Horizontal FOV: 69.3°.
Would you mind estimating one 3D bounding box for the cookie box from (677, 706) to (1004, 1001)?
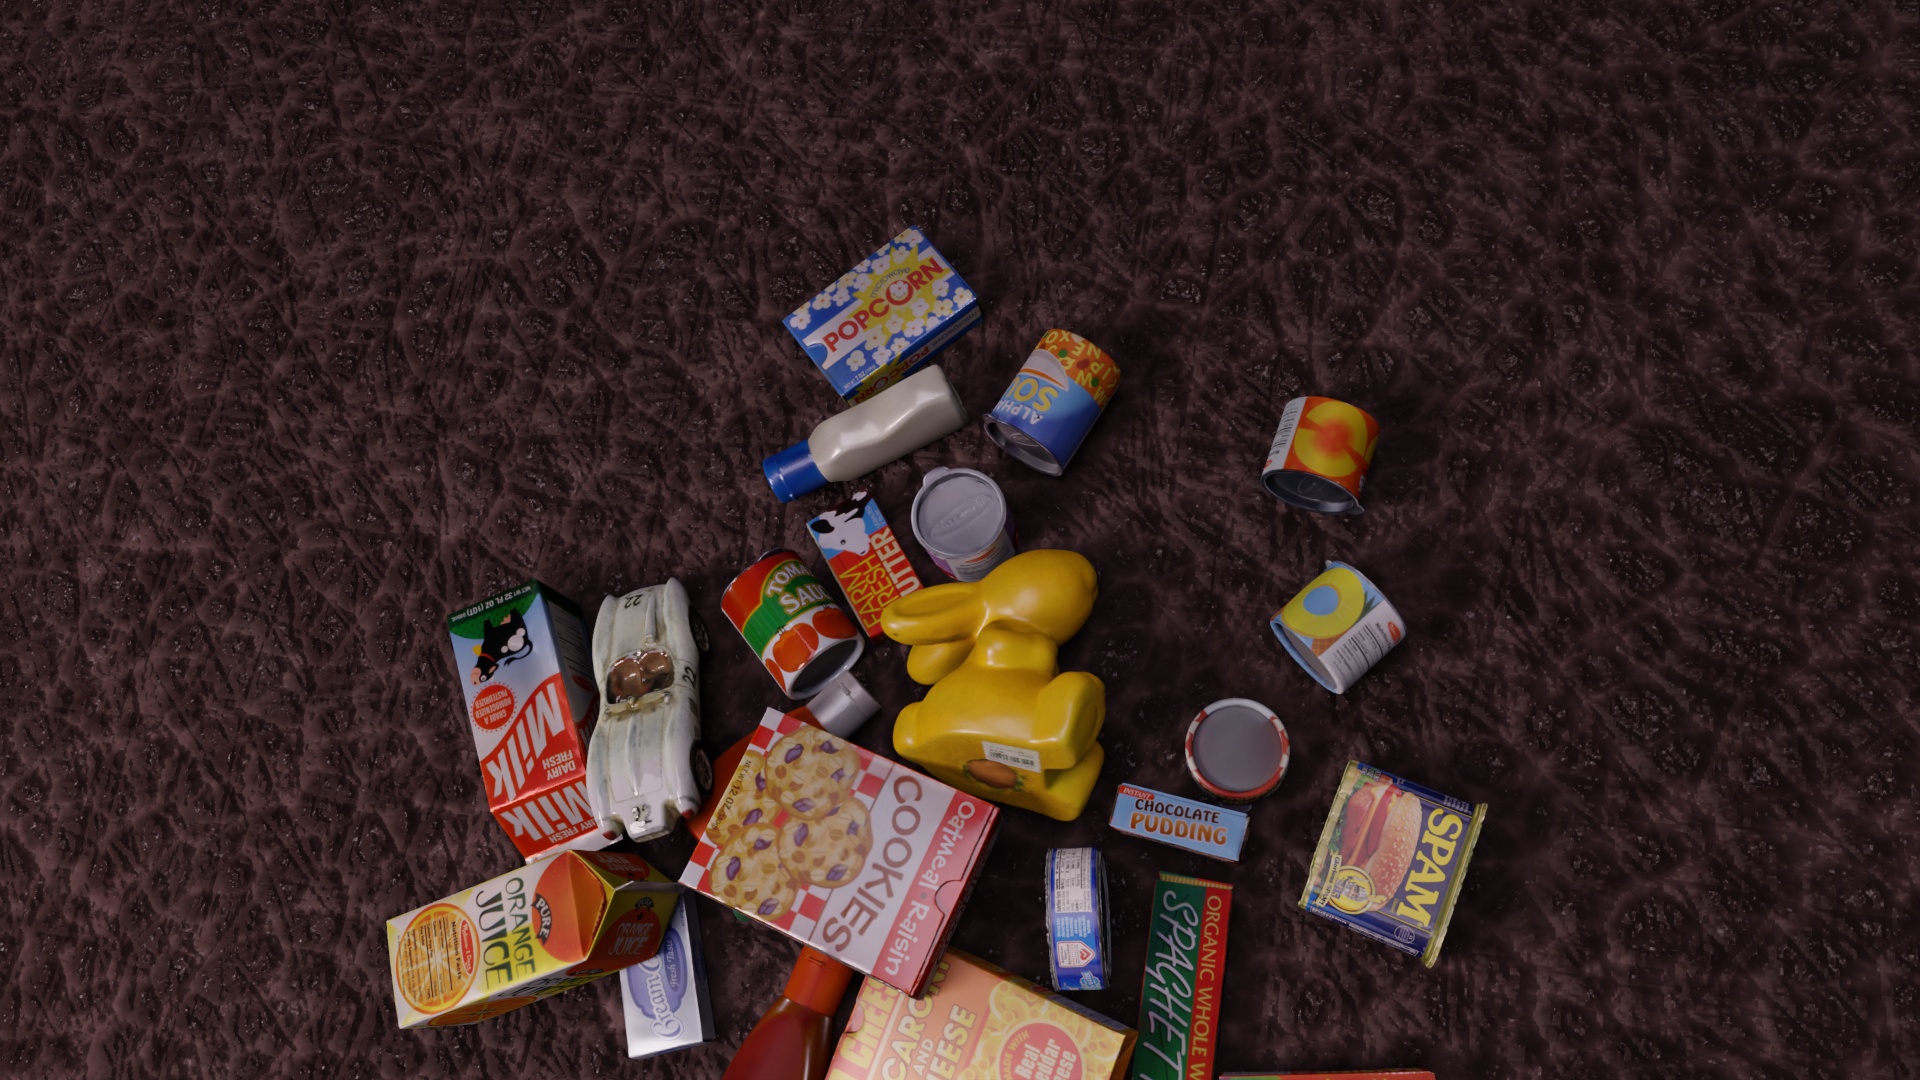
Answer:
[{"bbox_3d":[-0.073,0.193,0.868,0.167,0.040,0.123,21,73,18],"label":"cookie box"}]

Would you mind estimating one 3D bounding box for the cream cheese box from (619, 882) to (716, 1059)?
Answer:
[{"bbox_3d":[-0.198,0.285,0.921,0.053,0.024,0.104,-16,68,7],"label":"cream cheese box"}]

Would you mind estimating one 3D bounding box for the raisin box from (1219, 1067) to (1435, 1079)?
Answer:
[{"bbox_3d":[0.216,0.353,0.806,0.123,0.040,0.086,-6,69,11],"label":"raisin box"}]

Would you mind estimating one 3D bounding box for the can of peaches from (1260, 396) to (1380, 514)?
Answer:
[{"bbox_3d":[0.244,-0.056,0.933,0.071,0.071,0.058,16,74,16],"label":"can of peaches"}]

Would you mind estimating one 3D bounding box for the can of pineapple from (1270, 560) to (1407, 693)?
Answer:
[{"bbox_3d":[0.241,0.055,0.894,0.058,0.071,0.071,-41,68,-4],"label":"can of pineapple"}]

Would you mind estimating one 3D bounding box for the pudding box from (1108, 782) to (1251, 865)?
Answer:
[{"bbox_3d":[0.139,0.179,0.878,0.084,0.049,0.030,13,75,15],"label":"pudding box"}]

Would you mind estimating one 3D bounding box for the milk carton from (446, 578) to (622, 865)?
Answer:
[{"bbox_3d":[-0.290,0.132,0.968,0.072,0.073,0.191,-23,68,3],"label":"milk carton"}]

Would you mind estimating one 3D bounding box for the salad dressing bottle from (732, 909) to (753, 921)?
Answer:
[{"bbox_3d":[-0.077,0.217,0.911,0.147,0.044,0.064,-13,79,7],"label":"salad dressing bottle"}]

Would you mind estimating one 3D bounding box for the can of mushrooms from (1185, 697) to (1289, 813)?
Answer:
[{"bbox_3d":[0.178,0.138,0.894,0.071,0.033,0.071,-3,70,9],"label":"can of mushrooms"}]

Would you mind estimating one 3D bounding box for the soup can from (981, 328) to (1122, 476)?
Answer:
[{"bbox_3d":[0.064,-0.099,0.982,0.071,0.071,0.084,29,78,19],"label":"soup can"}]

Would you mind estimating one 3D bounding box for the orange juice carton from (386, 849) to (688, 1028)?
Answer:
[{"bbox_3d":[-0.270,0.253,0.902,0.192,0.071,0.073,-24,67,16],"label":"orange juice carton"}]

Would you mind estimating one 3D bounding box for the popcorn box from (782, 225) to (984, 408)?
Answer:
[{"bbox_3d":[-0.057,-0.167,1.048,0.127,0.038,0.085,-37,69,-3],"label":"popcorn box"}]

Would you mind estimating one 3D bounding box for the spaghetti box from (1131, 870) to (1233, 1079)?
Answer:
[{"bbox_3d":[0.128,0.330,0.837,0.050,0.028,0.251,6,72,13],"label":"spaghetti box"}]

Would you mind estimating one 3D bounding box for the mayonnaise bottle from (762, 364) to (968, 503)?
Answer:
[{"bbox_3d":[-0.070,-0.074,1.006,0.148,0.064,0.041,-25,69,6],"label":"mayonnaise bottle"}]

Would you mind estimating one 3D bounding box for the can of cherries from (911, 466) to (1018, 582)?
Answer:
[{"bbox_3d":[0.003,-0.012,0.969,0.071,0.058,0.071,-4,71,11],"label":"can of cherries"}]

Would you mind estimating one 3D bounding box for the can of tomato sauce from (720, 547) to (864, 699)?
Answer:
[{"bbox_3d":[-0.115,0.057,0.962,0.071,0.071,0.083,-39,69,-4],"label":"can of tomato sauce"}]

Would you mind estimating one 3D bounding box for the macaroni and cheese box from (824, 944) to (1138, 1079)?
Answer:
[{"bbox_3d":[0.008,0.323,0.843,0.166,0.040,0.124,18,80,24],"label":"macaroni and cheese box"}]

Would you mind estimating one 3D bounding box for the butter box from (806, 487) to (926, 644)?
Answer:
[{"bbox_3d":[-0.063,0.019,0.990,0.053,0.024,0.104,-31,67,0],"label":"butter box"}]

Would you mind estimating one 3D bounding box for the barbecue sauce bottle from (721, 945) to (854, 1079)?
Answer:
[{"bbox_3d":[-0.112,0.330,0.878,0.065,0.043,0.149,17,74,24],"label":"barbecue sauce bottle"}]

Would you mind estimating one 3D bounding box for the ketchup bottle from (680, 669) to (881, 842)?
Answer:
[{"bbox_3d":[-0.121,0.150,0.943,0.149,0.043,0.065,-42,59,-5],"label":"ketchup bottle"}]
